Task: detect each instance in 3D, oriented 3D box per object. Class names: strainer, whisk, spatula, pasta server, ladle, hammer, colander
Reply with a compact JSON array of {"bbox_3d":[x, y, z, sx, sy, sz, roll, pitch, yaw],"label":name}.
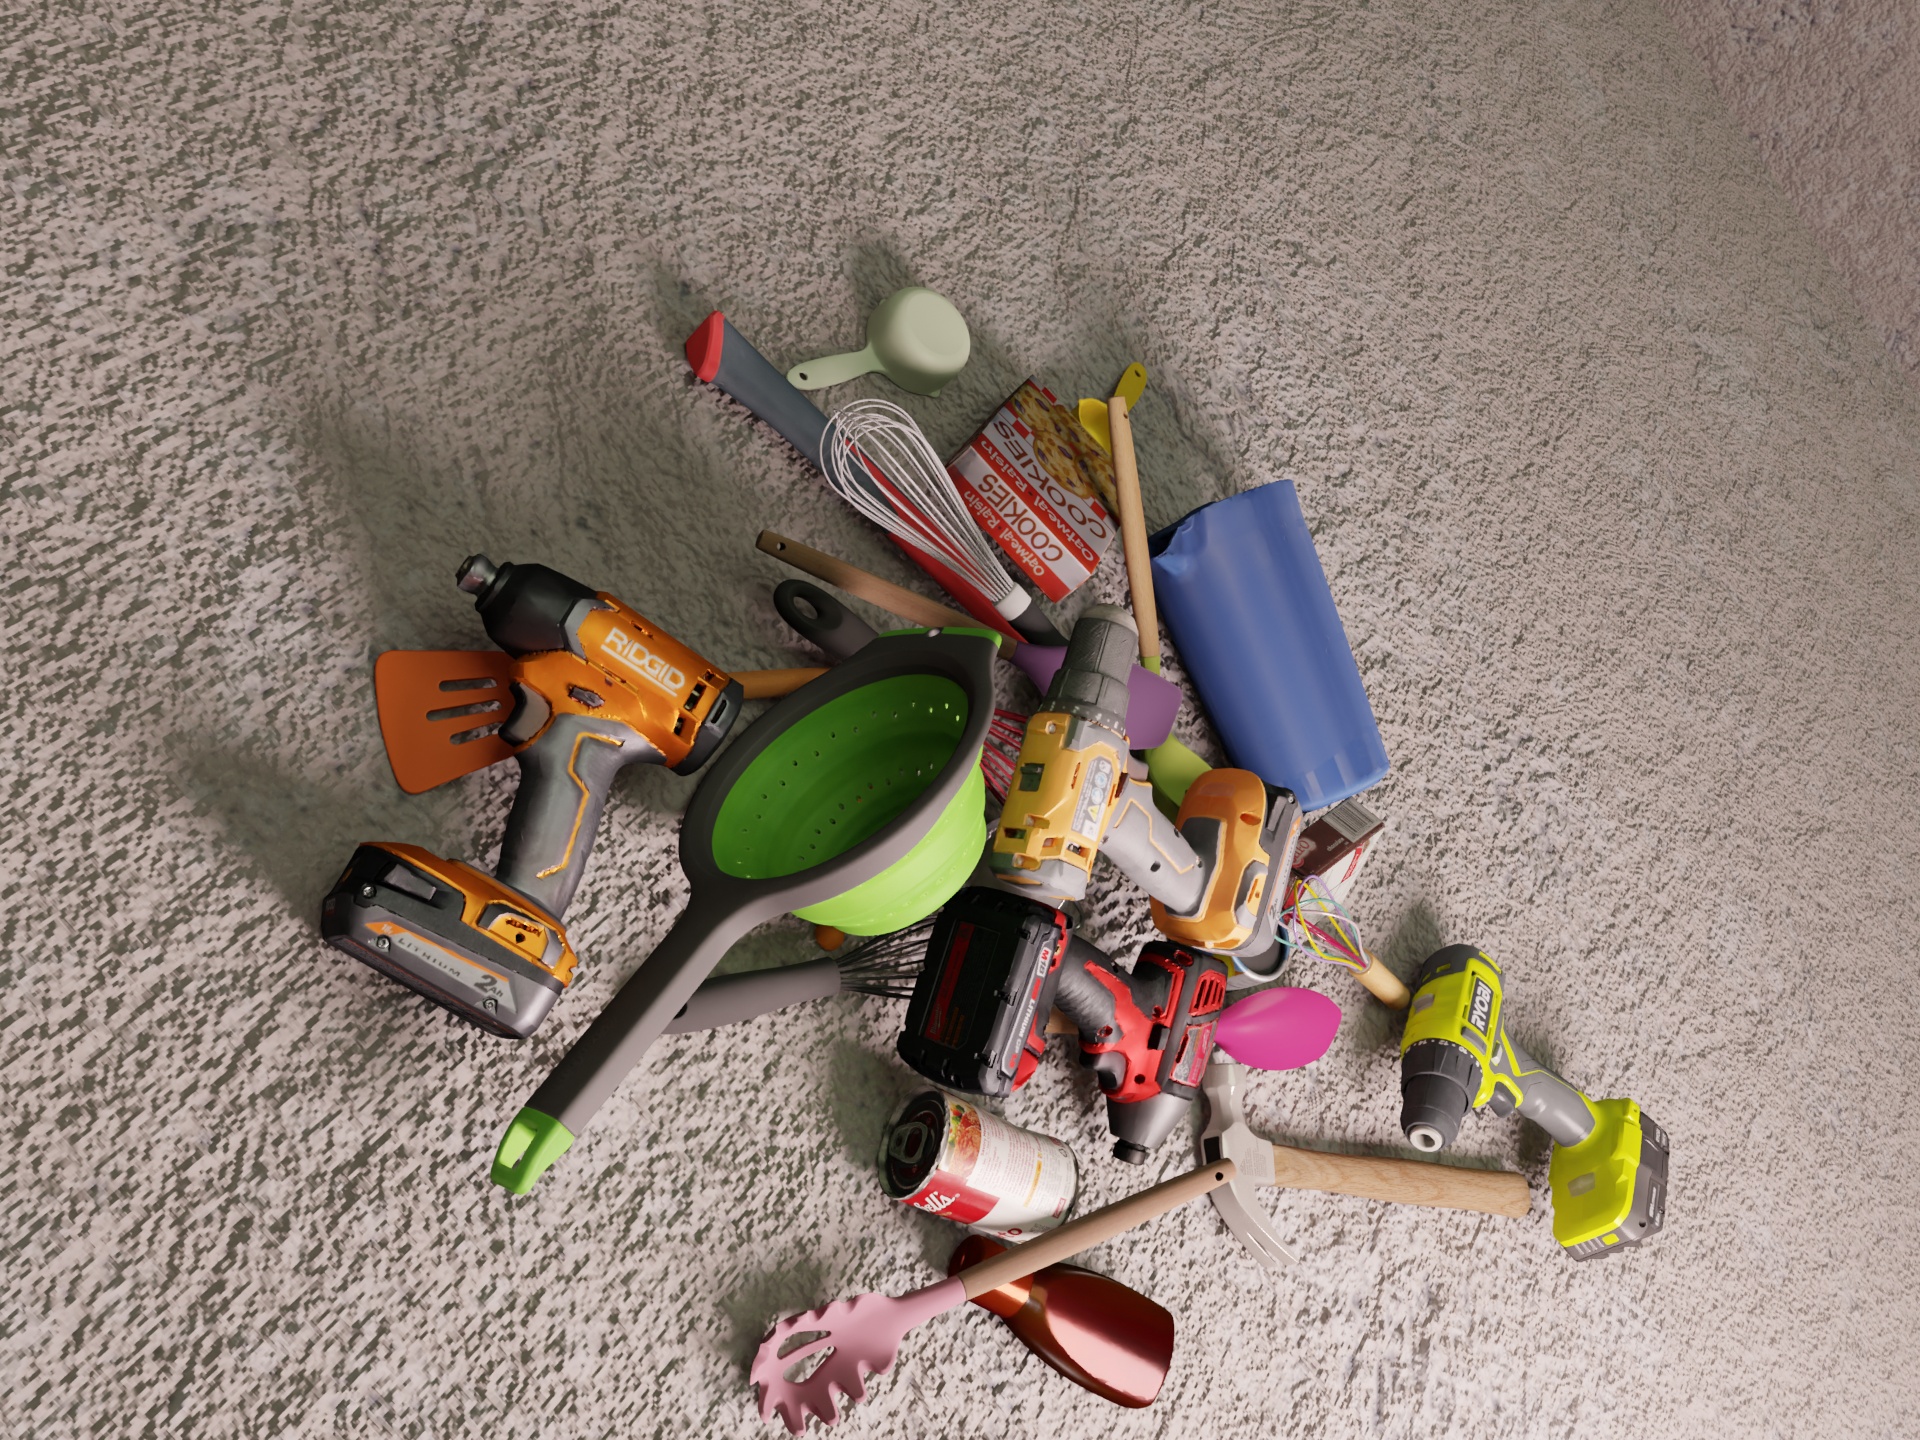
[{"bbox_3d":[-0.011,0.063,1.018,0.258,0.050,0.087,38,85,-14],"label":"strainer"},{"bbox_3d":[-0.078,0.154,0.938,0.239,0.055,0.055,-7,75,-35],"label":"whisk"},{"bbox_3d":[-0.180,-0.015,0.946,0.322,0.041,0.081,-6,76,-43],"label":"spatula"},{"bbox_3d":[0.027,0.312,0.899,0.316,0.040,0.060,-16,91,-22],"label":"pasta server"},{"bbox_3d":[0.143,-0.074,1.140,0.078,0.062,0.320,-16,100,-52],"label":"ladle"},{"bbox_3d":[-0.029,-0.145,1.107,0.386,0.038,0.143,43,50,-15],"label":"hammer"},{"bbox_3d":[-0.002,-0.003,1.044,0.295,0.073,0.073,35,53,-21],"label":"whisk"},{"bbox_3d":[0.303,0.336,1.160,0.331,0.031,0.130,17,61,-32],"label":"hammer"},{"bbox_3d":[-0.096,0.111,0.873,0.397,0.204,0.094,-52,125,-30],"label":"colander"},{"bbox_3d":[0.010,-0.053,1.038,0.315,0.018,0.060,24,87,-21],"label":"spatula"},{"bbox_3d":[0.283,0.173,1.158,0.244,0.051,0.047,39,9,-50],"label":"whisk"},{"bbox_3d":[0.013,-0.102,1.061,0.284,0.070,0.070,46,50,-19],"label":"whisk"}]

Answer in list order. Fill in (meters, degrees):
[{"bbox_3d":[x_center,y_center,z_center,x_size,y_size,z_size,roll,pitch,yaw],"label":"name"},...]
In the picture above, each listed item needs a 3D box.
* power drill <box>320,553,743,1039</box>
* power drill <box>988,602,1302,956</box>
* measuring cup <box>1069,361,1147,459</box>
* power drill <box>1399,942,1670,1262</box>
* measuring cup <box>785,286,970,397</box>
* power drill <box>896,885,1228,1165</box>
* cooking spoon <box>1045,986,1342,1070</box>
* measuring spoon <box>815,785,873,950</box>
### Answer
[{"bbox_3d":[-0.231,0.030,0.823,0.164,0.084,0.227,36,65,-20],"label":"power drill"},{"bbox_3d":[0.125,0.044,1.027,0.226,0.084,0.185,27,73,-38],"label":"power drill"},{"bbox_3d":[0.120,-0.249,1.283,0.062,0.029,0.157,46,38,-13],"label":"measuring cup"},{"bbox_3d":[0.428,0.303,1.215,0.228,0.080,0.191,42,41,-5],"label":"power drill"},{"bbox_3d":[-0.057,-0.266,1.137,0.167,0.038,0.083,-28,89,-44],"label":"measuring cup"},{"bbox_3d":[0.073,0.191,0.977,0.219,0.079,0.143,25,80,-40],"label":"power drill"},{"bbox_3d":[0.139,0.208,1.083,0.318,0.017,0.068,9,108,-30],"label":"cooking spoon"},{"bbox_3d":[-0.067,0.090,0.993,0.021,0.011,0.117,31,54,-24],"label":"measuring spoon"}]
